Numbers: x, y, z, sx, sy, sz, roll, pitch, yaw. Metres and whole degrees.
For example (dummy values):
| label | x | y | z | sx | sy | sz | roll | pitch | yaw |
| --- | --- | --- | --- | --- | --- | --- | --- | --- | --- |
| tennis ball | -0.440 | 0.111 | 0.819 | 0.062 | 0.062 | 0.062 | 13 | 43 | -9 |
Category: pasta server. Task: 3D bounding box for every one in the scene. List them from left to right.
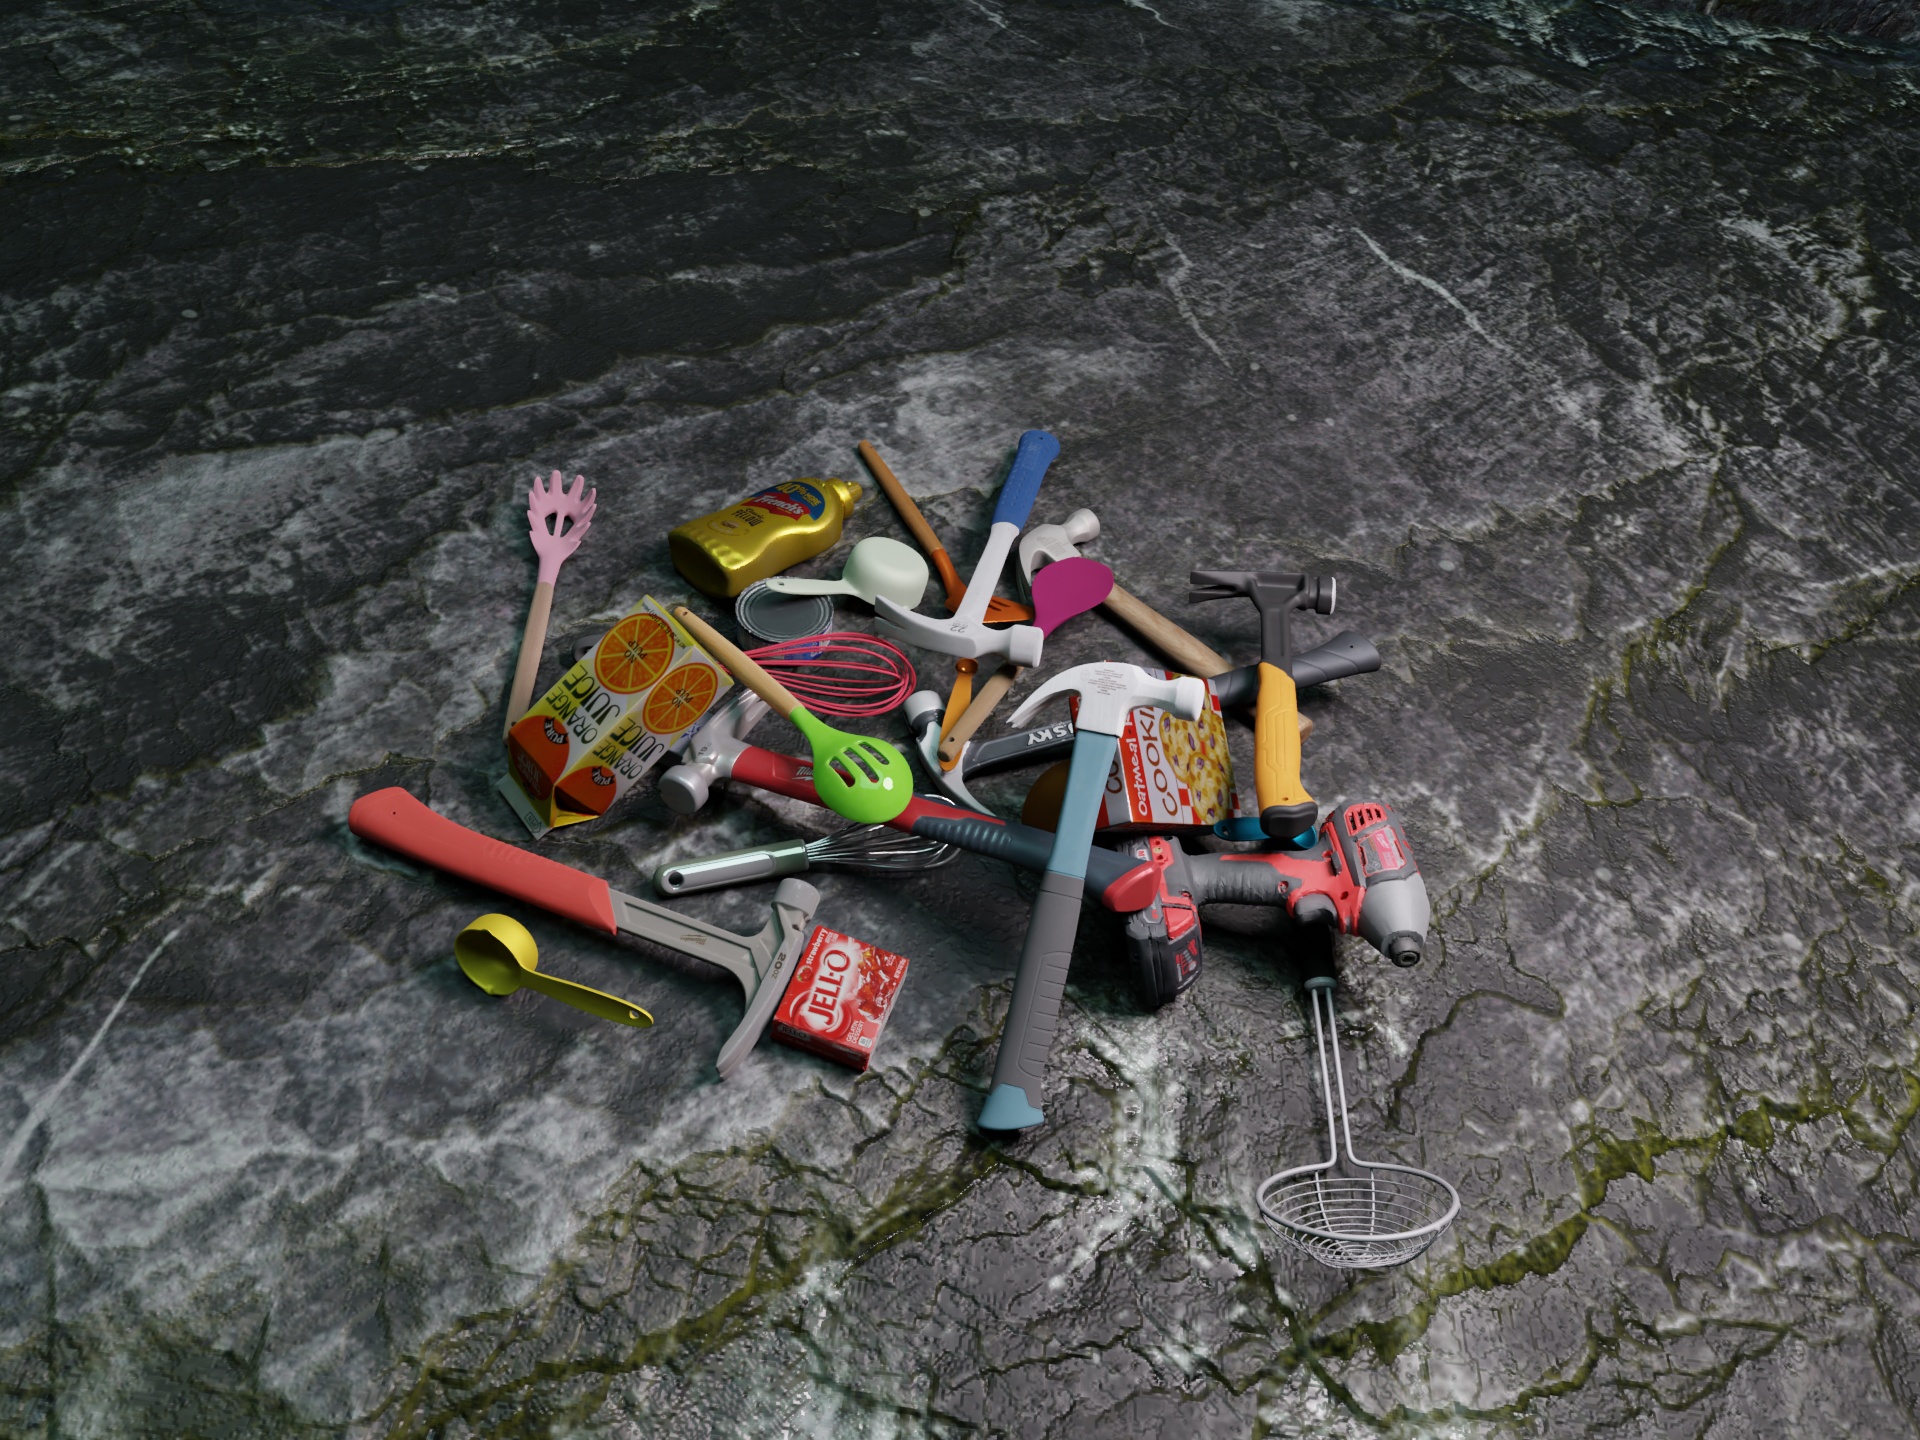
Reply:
| label | x | y | z | sx | sy | sz | roll | pitch | yaw |
| --- | --- | --- | --- | --- | --- | --- | --- | --- | --- |
| pasta server | -0.366 | -0.103 | 1.386 | 0.060 | 0.040 | 0.317 | 10 | 45 | -13 |

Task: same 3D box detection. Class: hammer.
| label | x | y | z | sx | sy | sz | roll | pitch | yaw |
| --- | --- | --- | --- | --- | --- | --- | --- | --- | --- |
| hammer | -0.291 | 0.133 | 1.156 | 0.359 | 0.036 | 0.149 | 18 | 61 | 13 |
| hammer | -0.029 | 0.060 | 1.200 | 0.386 | 0.038 | 0.143 | 15 | 42 | 22 |
| hammer | 0.033 | -0.171 | 1.457 | 0.144 | 0.035 | 0.406 | 9 | 35 | 8 |
| hammer | 0.070 | 0.120 | 1.092 | 0.128 | 0.033 | 0.331 | 12 | 84 | 16 |
| hammer | 0.166 | -0.008 | 1.338 | 0.409 | 0.036 | 0.149 | -14 | 51 | -12 |
| hammer | 0.179 | -0.079 | 1.441 | 0.130 | 0.031 | 0.332 | -31 | 57 | -32 |
| hammer | 0.247 | -0.023 | 1.282 | 0.127 | 0.034 | 0.337 | 4 | 37 | 6 |

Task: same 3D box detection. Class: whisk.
| label | x | y | z | sx | sy | sz | roll | pitch | yaw |
| --- | --- | --- | --- | --- | --- | --- | --- | --- | --- |
| whisk | -0.184 | -0.045 | 1.342 | 0.296 | 0.073 | 0.073 | 5 | 45 | 5 |
| whisk | -0.112 | 0.101 | 1.216 | 0.246 | 0.058 | 0.059 | -10 | 6 | -11 |

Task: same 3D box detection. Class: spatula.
| label | x | y | z | sx | sy | sz | roll | pitch | yaw |
| --- | --- | --- | --- | --- | --- | --- | --- | --- | --- |
| spatula | -0.028 | -0.179 | 1.504 | 0.081 | 0.041 | 0.323 | -6 | 44 | -30 |

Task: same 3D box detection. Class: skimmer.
| label | x | y | z | sx | sy | sz | roll | pitch | yaw |
| --- | --- | --- | --- | --- | --- | --- | --- | --- | --- |
| skimmer | 0.261 | 0.219 | 1.118 | 0.127 | 0.090 | 0.364 | -4 | 44 | 8 |

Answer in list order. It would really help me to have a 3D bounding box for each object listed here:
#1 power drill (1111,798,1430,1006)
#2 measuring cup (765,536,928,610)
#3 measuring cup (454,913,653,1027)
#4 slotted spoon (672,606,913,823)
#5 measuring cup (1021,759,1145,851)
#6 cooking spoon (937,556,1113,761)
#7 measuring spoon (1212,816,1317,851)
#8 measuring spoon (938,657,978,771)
| label | x | y | z | sx | sy | sz | roll | pitch | yaw |
| --- | --- | --- | --- | --- | --- | --- | --- | --- | --- |
| power drill | 0.228 | 0.135 | 1.163 | 0.219 | 0.078 | 0.143 | -10 | 40 | 4 |
| measuring cup | -0.099 | -0.133 | 1.414 | 0.167 | 0.038 | 0.083 | -5 | 42 | -42 |
| measuring cup | -0.278 | 0.177 | 1.107 | 0.156 | 0.062 | 0.029 | 18 | 34 | 12 |
| slotted spoon | -0.144 | -0.016 | 1.244 | 0.070 | 0.031 | 0.314 | -33 | 47 | -22 |
| measuring cup | 0.122 | 0.073 | 1.266 | 0.173 | 0.095 | 0.052 | -2 | 23 | -40 |
| cooking spoon | 0.054 | -0.059 | 1.354 | 0.069 | 0.017 | 0.319 | 20 | 41 | 17 |
| measuring spoon | 0.236 | 0.090 | 1.262 | 0.128 | 0.021 | 0.042 | 1 | 56 | -42 |
| measuring spoon | -0.002 | -0.004 | 1.306 | 0.021 | 0.011 | 0.117 | 5 | 54 | 8 |
